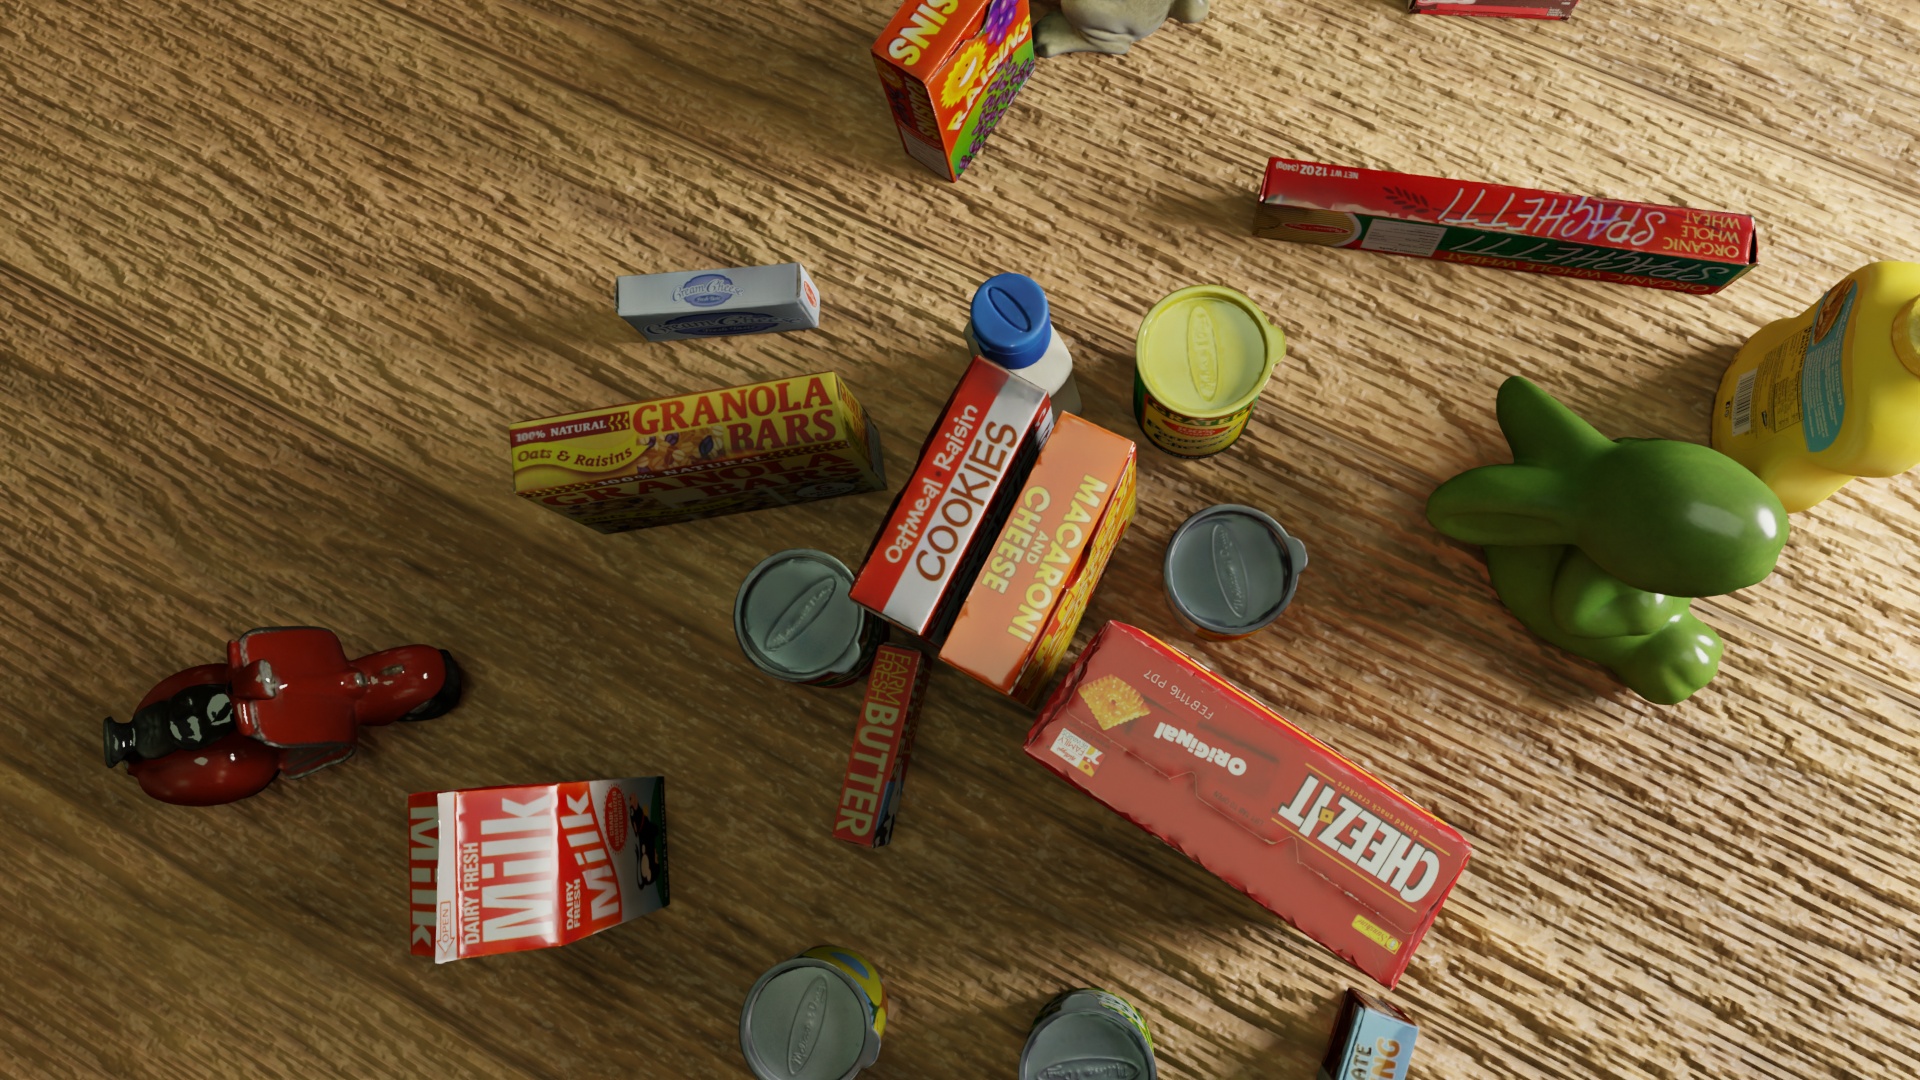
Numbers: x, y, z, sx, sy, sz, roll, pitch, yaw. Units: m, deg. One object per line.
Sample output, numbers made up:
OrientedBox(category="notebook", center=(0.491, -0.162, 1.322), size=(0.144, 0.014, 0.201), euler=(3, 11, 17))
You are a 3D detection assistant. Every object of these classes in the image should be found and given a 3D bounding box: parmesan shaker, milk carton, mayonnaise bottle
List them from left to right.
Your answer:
OrientedBox(category="milk carton", center=(-0.204, 0.153, 0.665), size=(0.073, 0.190, 0.072), euler=(-5, 81, 6))
OrientedBox(category="mayonnaise bottle", center=(0.031, -0.094, 0.703), size=(0.041, 0.148, 0.065), euler=(-42, 79, -1))
OrientedBox(category="parmesan shaker", center=(0.125, -0.083, 0.714), size=(0.071, 0.103, 0.071), euler=(-1, 81, 6))

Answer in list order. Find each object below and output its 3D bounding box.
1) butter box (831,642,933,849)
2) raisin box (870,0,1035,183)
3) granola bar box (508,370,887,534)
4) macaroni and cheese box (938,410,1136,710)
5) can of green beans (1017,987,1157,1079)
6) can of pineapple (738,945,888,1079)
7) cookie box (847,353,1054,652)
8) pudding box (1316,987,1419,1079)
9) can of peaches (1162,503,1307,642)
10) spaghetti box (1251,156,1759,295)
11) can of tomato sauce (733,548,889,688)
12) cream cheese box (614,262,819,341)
OrientedBox(category="butter box", center=(-0.040, 0.107, 0.725), size=(0.024, 0.053, 0.103), euler=(12, 82, 8))
OrientedBox(category="raisin box", center=(-0.001, -0.258, 0.746), size=(0.040, 0.123, 0.086), euler=(35, 86, 10))
OrientedBox(category="granola bar box", center=(-0.131, -0.043, 0.724), size=(0.165, 0.124, 0.039), euler=(-9, 80, 5))
OrientedBox(category="macaroni and cheese box", center=(0.043, 0.017, 0.673), size=(0.040, 0.166, 0.124), euler=(26, 85, 10))
OrientedBox(category="can of green beans", center=(0.063, 0.258, 0.685), size=(0.071, 0.057, 0.071), euler=(-1, 81, 6))
OrientedBox(category="can of pineapple", center=(-0.071, 0.243, 0.703), size=(0.071, 0.058, 0.071), euler=(-1, 81, 6))
OrientedBox(category="cookie box", center=(0.002, -0.009, 0.681), size=(0.040, 0.167, 0.123), euler=(26, 85, 10))
OrientedBox(category="pudding box", center=(0.192, 0.266, 0.674), size=(0.030, 0.049, 0.084), euler=(18, 83, 9))
OrientedBox(category="can of peaches", center=(0.140, 0.018, 0.718), size=(0.071, 0.058, 0.071), euler=(-1, 81, 6))
OrientedBox(category="spaghetti box", center=(0.283, -0.166, 0.737), size=(0.250, 0.050, 0.029), euler=(9, 82, 8))
OrientedBox(category="can of tomato sauce", center=(-0.073, 0.044, 0.724), size=(0.071, 0.083, 0.071), euler=(-1, 81, 6))
OrientedBox(category="cream cheese box", center=(-0.134, -0.132, 0.775), size=(0.104, 0.053, 0.024), euler=(-3, 81, 6))
